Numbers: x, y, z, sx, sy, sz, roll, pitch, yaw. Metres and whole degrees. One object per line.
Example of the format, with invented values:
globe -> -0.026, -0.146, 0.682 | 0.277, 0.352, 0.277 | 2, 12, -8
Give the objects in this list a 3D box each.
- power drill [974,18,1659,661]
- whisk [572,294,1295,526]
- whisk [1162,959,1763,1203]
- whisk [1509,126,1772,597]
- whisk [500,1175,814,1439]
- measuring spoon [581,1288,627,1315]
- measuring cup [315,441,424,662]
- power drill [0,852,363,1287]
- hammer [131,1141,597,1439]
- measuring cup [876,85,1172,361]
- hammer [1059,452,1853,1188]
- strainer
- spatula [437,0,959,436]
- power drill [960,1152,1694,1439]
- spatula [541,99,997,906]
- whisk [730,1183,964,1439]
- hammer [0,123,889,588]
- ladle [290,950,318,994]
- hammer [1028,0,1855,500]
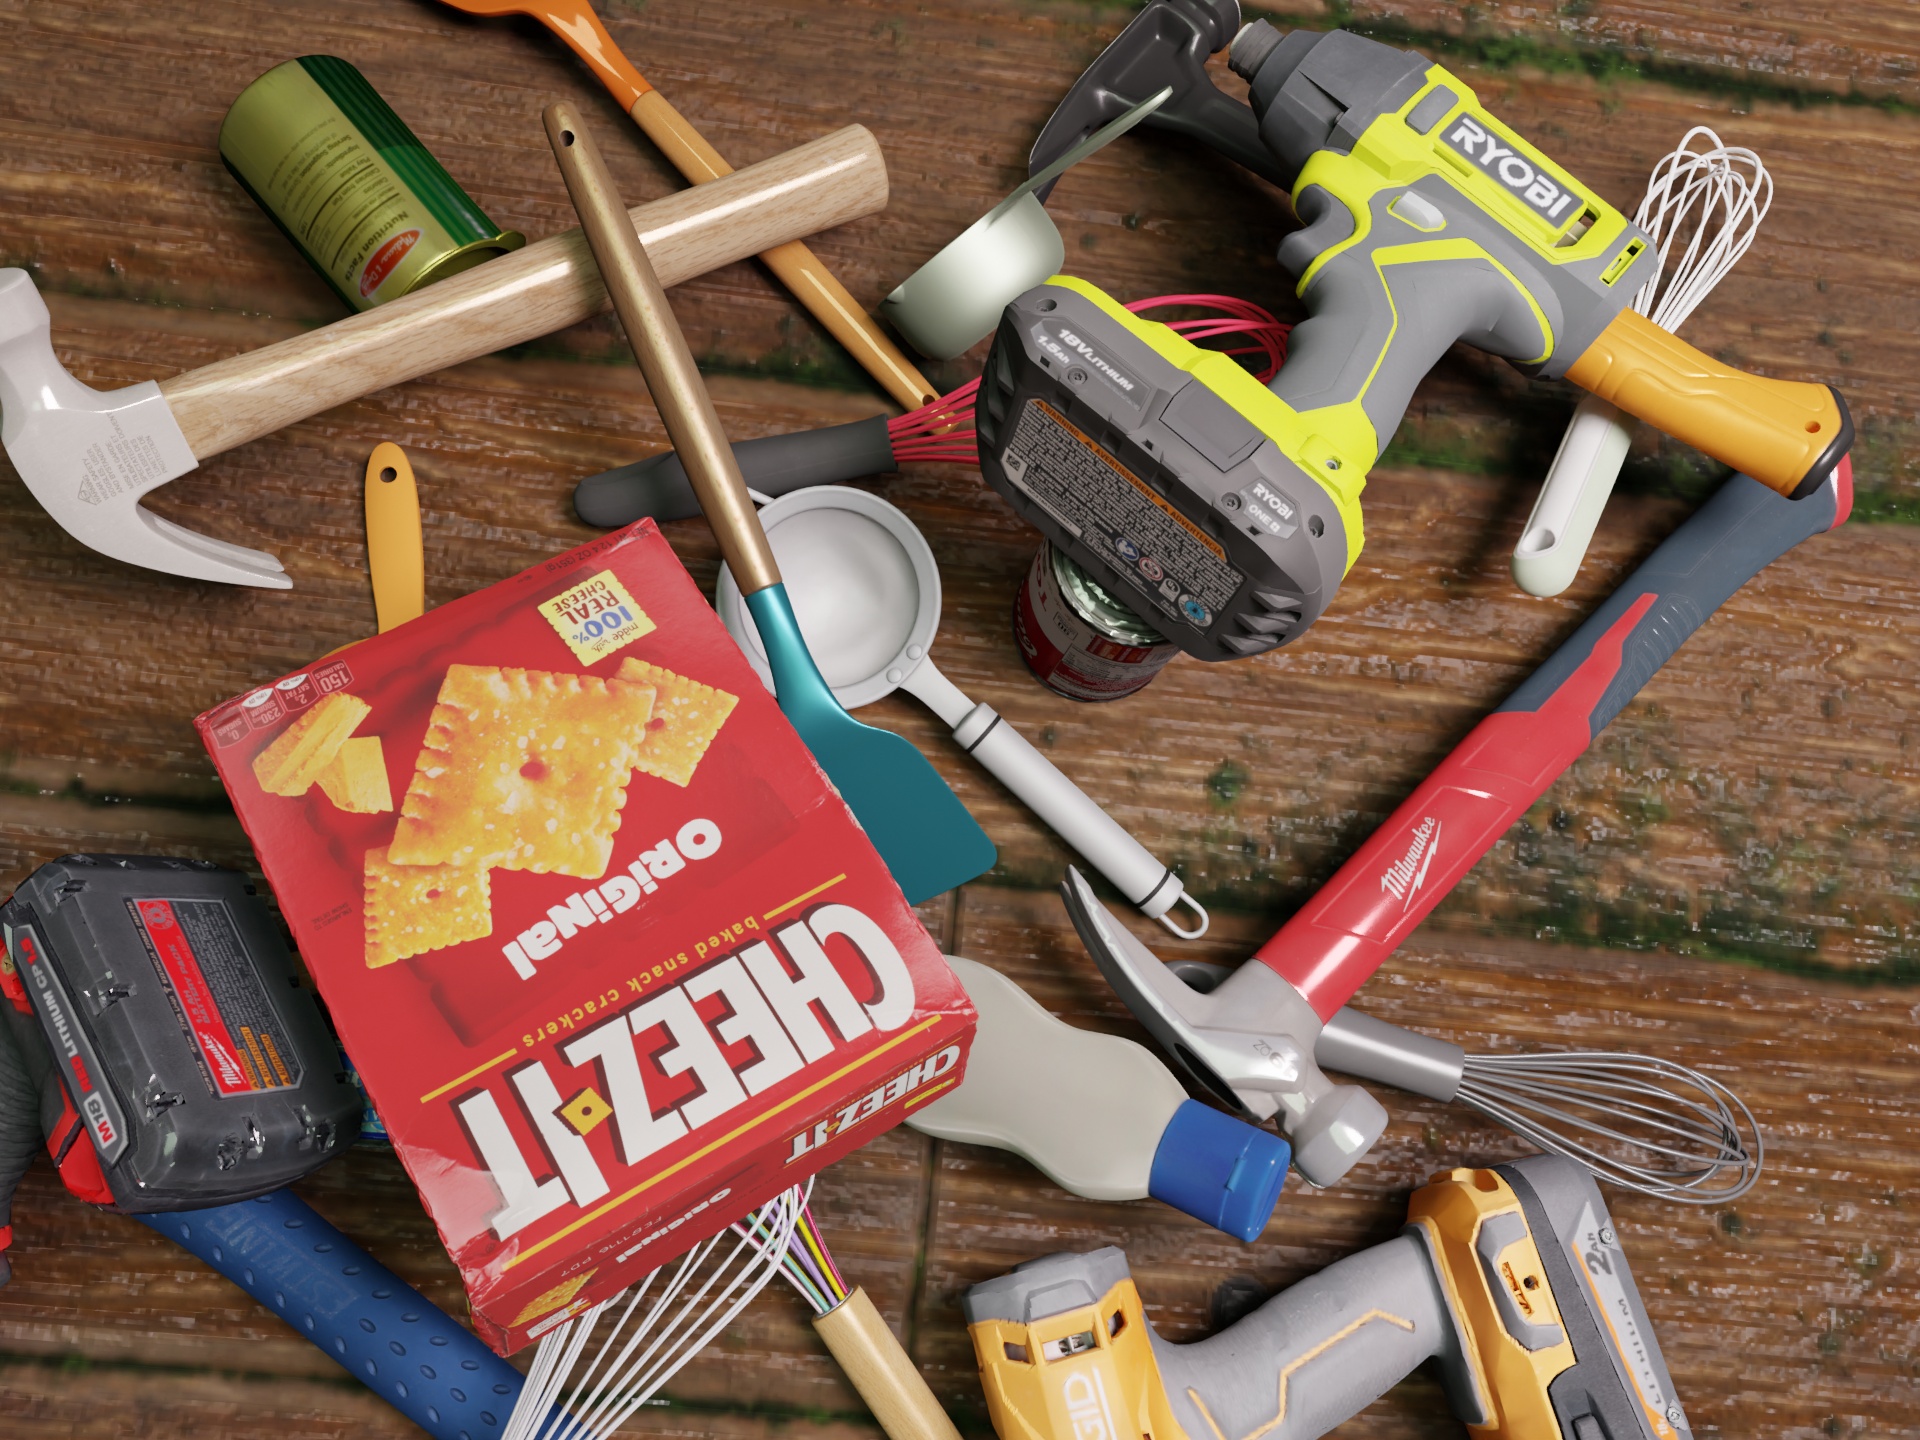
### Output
power drill -> 0.114, -0.142, 0.546 | 0.171, 0.080, 0.223 | 41, 66, 8
whisk -> -0.008, -0.112, 0.622 | 0.296, 0.073, 0.073 | -11, 80, 3
whisk -> 0.188, 0.132, 0.610 | 0.239, 0.055, 0.055 | 17, 78, 3
whisk -> 0.276, -0.150, 0.654 | 0.059, 0.058, 0.246 | 45, 64, -35
whisk -> -0.138, 0.240, 0.514 | 0.070, 0.070, 0.284 | 33, 85, 2
measuring spoon -> -0.145, 0.156, 0.591 | 0.034, 0.018, 0.124 | -10, 73, -7
measuring cup -> -0.215, -0.029, 0.598 | 0.095, 0.052, 0.174 | -6, 81, -7
power drill -> -0.305, 0.153, 0.506 | 0.219, 0.078, 0.143 | -38, 71, 13
hammer -> -0.122, 0.283, 0.555 | 0.405, 0.035, 0.144 | 37, 78, 2
measuring cup -> 0.032, -0.184, 0.600 | 0.038, 0.167, 0.083 | 51, 57, -15
hammer -> 0.214, -0.006, 0.625 | 0.386, 0.038, 0.143 | -41, 76, -17
strainer -> -0.001, -0.002, 0.621 | 0.258, 0.050, 0.087 | 42, 92, -2
spatula -> -0.115, -0.236, 0.665 | 0.081, 0.041, 0.322 | -43, 90, -12
power drill -> 0.128, 0.259, 0.548 | 0.226, 0.084, 0.185 | -13, 71, -8
spatula -> -0.082, -0.071, 0.582 | 0.082, 0.044, 0.317 | -22, 94, 6
whisk -> -0.060, 0.194, 0.580 | 0.047, 0.051, 0.245 | -35, 88, 10
hammer -> -0.174, -0.150, 0.588 | 0.331, 0.129, 0.031 | -26, 39, -18
ladle -> -0.233, 0.091, 0.585 | 0.315, 0.031, 0.069 | -14, 50, -5
hammer -> 0.188, -0.182, 0.635 | 0.337, 0.034, 0.127 | 36, 77, 17
